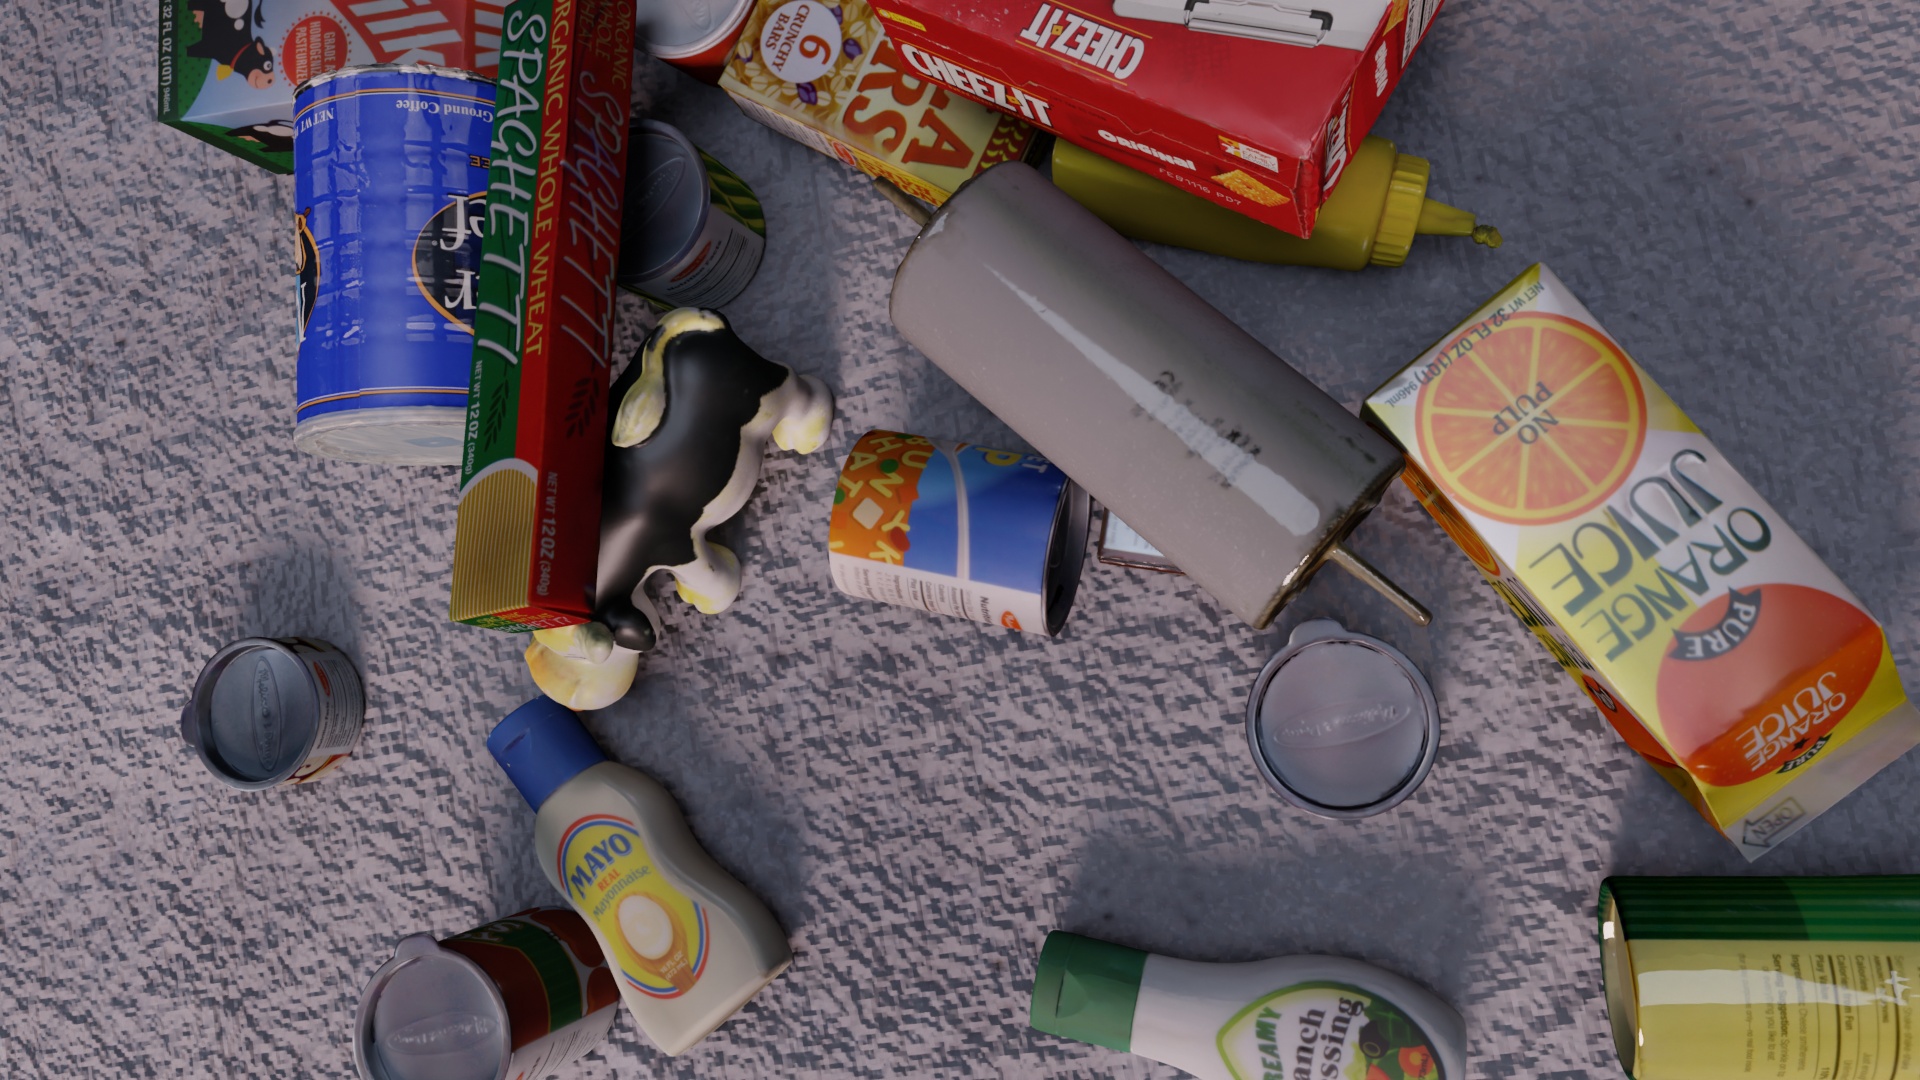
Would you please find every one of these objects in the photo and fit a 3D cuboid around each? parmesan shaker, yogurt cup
[{"bbox_3d":[0.264,0.137,0.442,0.103,0.071,0.071,-4,85,15],"label":"parmesan shaker"},{"bbox_3d":[-0.105,-0.223,0.573,0.072,0.054,0.072,-1,86,15],"label":"yogurt cup"}]

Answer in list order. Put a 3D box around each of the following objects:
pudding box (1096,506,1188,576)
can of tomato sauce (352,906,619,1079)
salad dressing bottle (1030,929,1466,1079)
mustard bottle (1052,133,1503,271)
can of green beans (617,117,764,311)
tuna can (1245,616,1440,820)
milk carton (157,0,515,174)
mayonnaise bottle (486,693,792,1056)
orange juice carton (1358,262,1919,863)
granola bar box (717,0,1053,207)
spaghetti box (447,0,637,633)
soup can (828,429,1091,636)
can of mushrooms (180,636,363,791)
[{"bbox_3d":[0.083,-0.029,0.521,0.050,0.030,0.083,8,88,16],"label":"pudding box"},{"bbox_3d":[-0.184,0.183,0.547,0.071,0.083,0.071,-1,86,15],"label":"can of tomato sauce"},{"bbox_3d":[0.100,0.173,0.494,0.148,0.044,0.064,9,87,15],"label":"salad dressing bottle"},{"bbox_3d":[0.115,-0.128,0.505,0.160,0.065,0.049,15,84,10],"label":"mustard bottle"},{"bbox_3d":[-0.121,-0.131,0.568,0.071,0.058,0.071,-1,86,15],"label":"can of green beans"},{"bbox_3d":[0.136,0.063,0.499,0.071,0.033,0.071,-1,86,14],"label":"tuna can"},{"bbox_3d":[-0.239,-0.213,0.597,0.190,0.073,0.072,-4,85,14],"label":"milk carton"},{"bbox_3d":[-0.135,0.129,0.560,0.064,0.041,0.148,-43,78,10],"label":"mayonnaise bottle"},{"bbox_3d":[0.222,0.008,0.460,0.071,0.073,0.193,-39,78,9],"label":"orange juice carton"},{"bbox_3d":[-0.002,-0.223,0.545,0.124,0.039,0.165,27,93,7],"label":"granola bar box"},{"bbox_3d":[-0.152,-0.092,0.510,0.050,0.029,0.250,-11,73,37],"label":"spaghetti box"},{"bbox_3d":[0.002,-0.007,0.523,0.084,0.071,0.071,11,89,16],"label":"soup can"},{"bbox_3d":[-0.303,0.075,0.612,0.071,0.033,0.071,-1,86,14],"label":"can of mushrooms"}]
